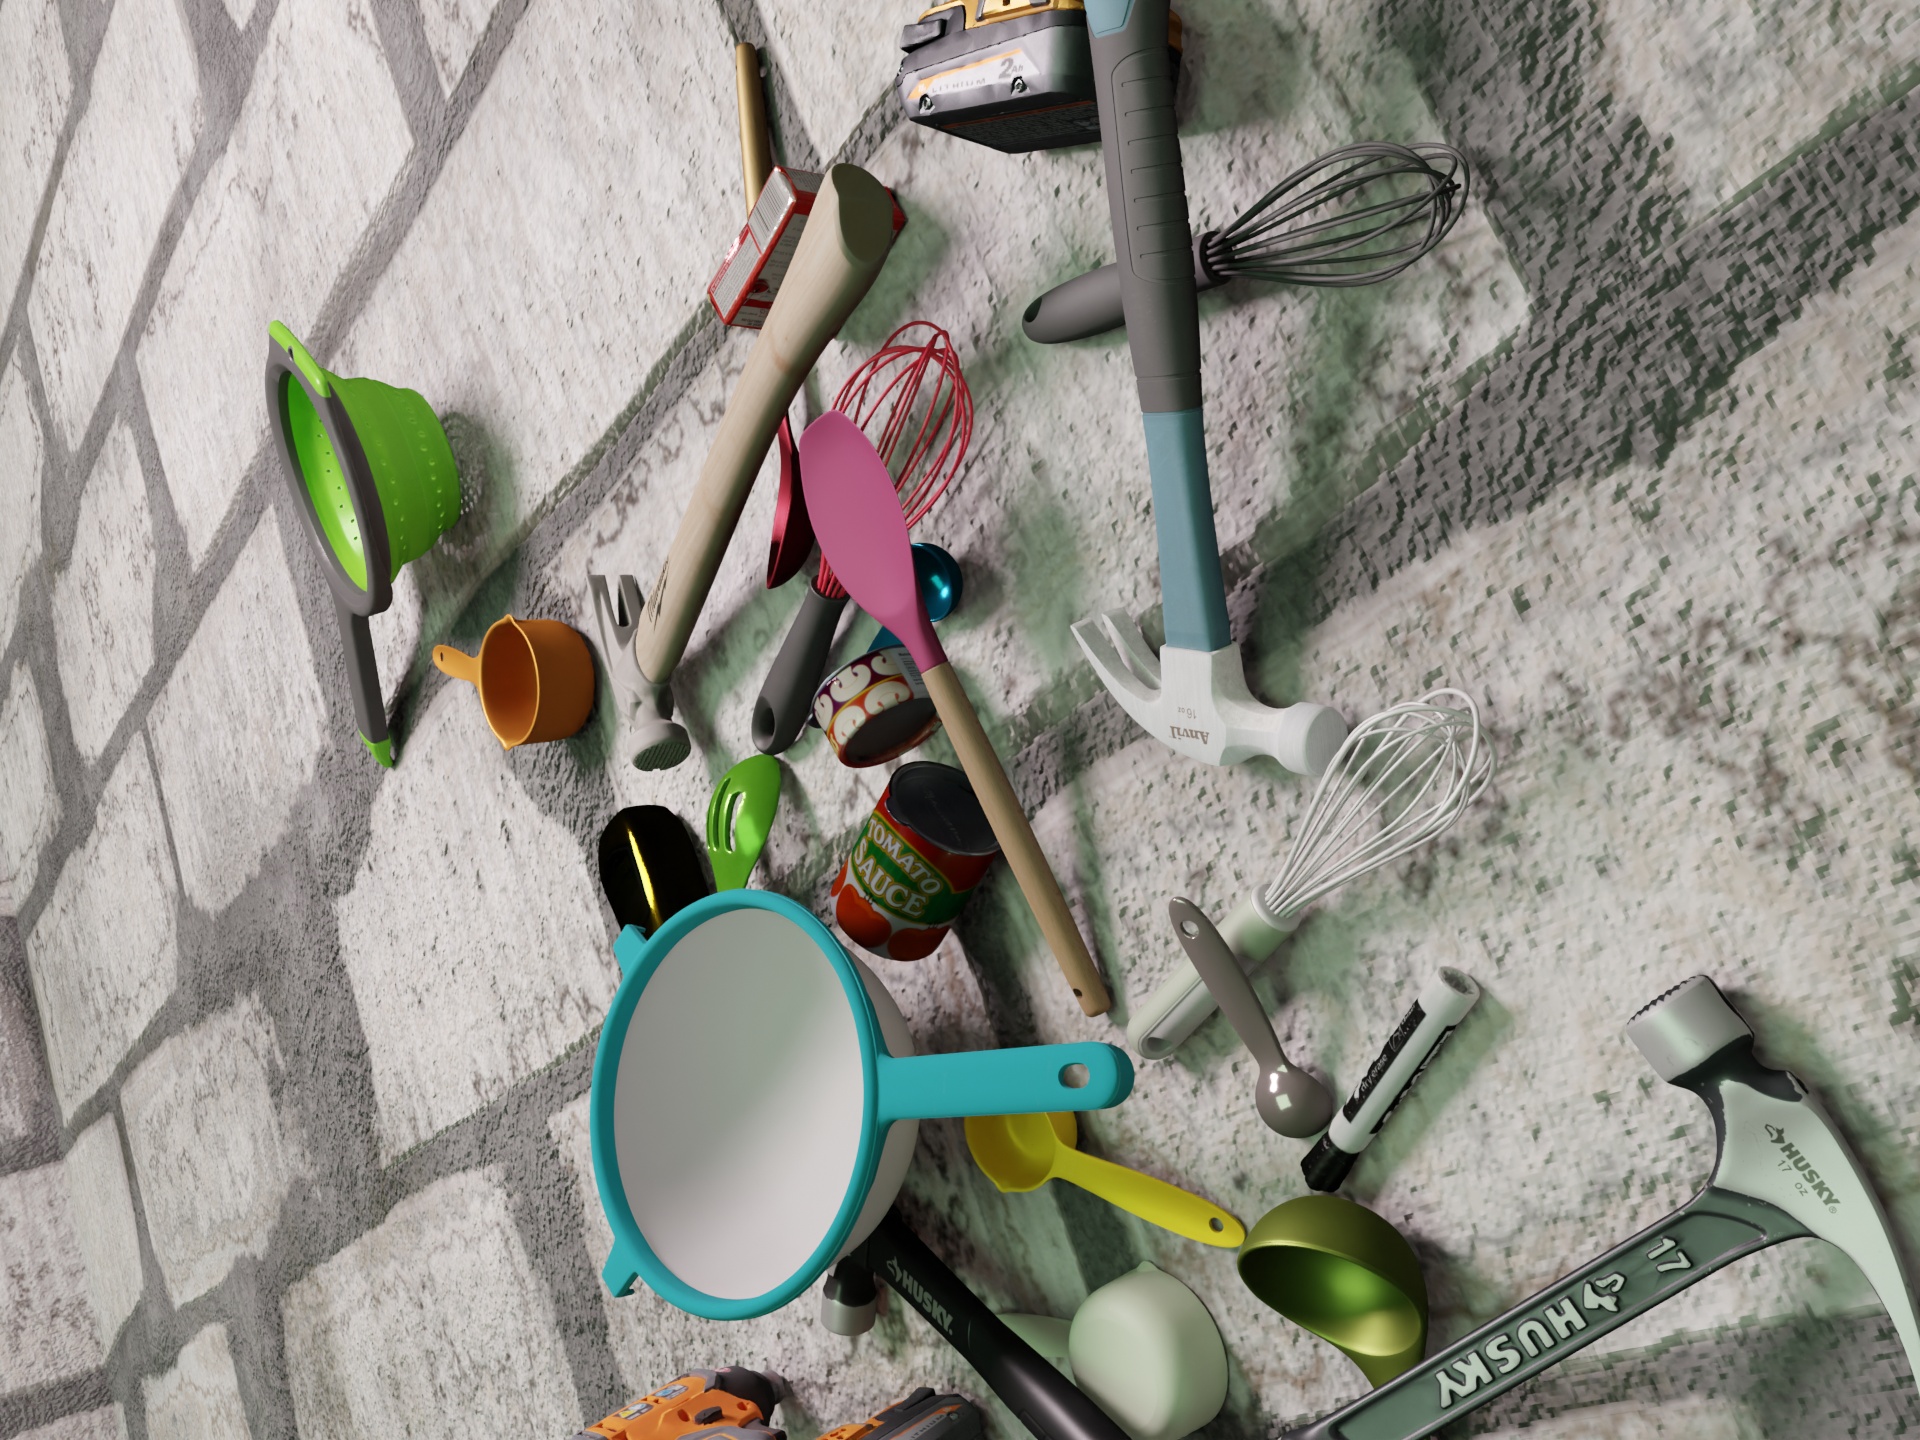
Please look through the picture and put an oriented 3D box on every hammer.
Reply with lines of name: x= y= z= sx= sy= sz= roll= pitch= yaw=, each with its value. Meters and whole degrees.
hammer: x=-0.132 y=-0.140 z=0.880 sx=0.410 sy=0.038 sz=0.146 roll=-54 pitch=49 yaw=47
hammer: x=0.086 y=-0.142 z=0.653 sx=0.128 sy=0.033 sz=0.331 roll=11 pitch=115 yaw=50
hammer: x=0.019 y=0.305 z=0.778 sx=0.335 sy=0.035 sz=0.146 roll=21 pitch=108 yaw=57
hammer: x=0.151 y=0.270 z=0.588 sx=0.409 sy=0.036 sz=0.149 roll=-42 pitch=67 yaw=20

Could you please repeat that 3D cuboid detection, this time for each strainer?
strainer: x=-0.042 y=0.186 z=0.792 sx=0.340 sy=0.095 sz=0.211 roll=-13 pitch=70 yaw=36

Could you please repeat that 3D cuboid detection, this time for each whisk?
whisk: x=0.107 y=-0.191 z=0.668 sx=0.239 sy=0.055 sz=0.055 roll=-3 pitch=92 yaw=52
whisk: x=0.137 y=0.074 z=0.664 sx=0.059 sy=0.057 sz=0.246 roll=-87 pitch=23 yaw=-46
whisk: x=-0.064 y=-0.085 z=0.856 sx=0.073 sy=0.073 sz=0.295 roll=54 pitch=135 yaw=29

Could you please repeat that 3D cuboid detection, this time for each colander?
colander: x=-0.450 y=-0.127 z=1.256 sx=0.205 sy=0.094 sz=0.396 roll=44 pitch=142 yaw=35

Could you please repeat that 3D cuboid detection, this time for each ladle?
ladle: x=0.189 y=0.346 z=0.630 sx=0.078 sy=0.062 sz=0.320 roll=-26 pitch=78 yaw=48
ladle: x=-0.108 y=-0.232 z=0.904 sx=0.069 sy=0.031 sz=0.315 roll=161 pitch=104 yaw=-74

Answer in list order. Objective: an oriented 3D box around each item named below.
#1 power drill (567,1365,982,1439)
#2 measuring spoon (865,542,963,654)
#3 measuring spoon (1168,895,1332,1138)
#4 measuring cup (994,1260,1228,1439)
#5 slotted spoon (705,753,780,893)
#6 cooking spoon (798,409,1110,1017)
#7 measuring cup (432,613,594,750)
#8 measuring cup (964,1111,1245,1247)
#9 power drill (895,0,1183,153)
power drill: x=-0.097 y=0.415 z=0.891 sx=0.226 sy=0.164 sz=0.084 roll=-7 pitch=89 yaw=35
measuring spoon: x=-0.029 y=-0.047 z=0.853 sx=0.042 sy=0.021 sz=0.128 roll=49 pitch=137 yaw=16
measuring spoon: x=0.118 y=0.129 z=0.672 sx=0.034 sy=0.018 sz=0.124 roll=-21 pitch=105 yaw=43
measuring cup: x=0.054 y=0.311 z=0.781 sx=0.167 sy=0.038 sz=0.083 roll=-16 pitch=82 yaw=45
slotted spoon: x=-0.140 y=0.174 z=0.933 sx=0.070 sy=0.031 sz=0.314 roll=-6 pitch=78 yaw=53
cooking spoon: x=-0.001 y=-0.002 z=0.771 sx=0.069 sy=0.017 sz=0.319 roll=-27 pitch=88 yaw=49
measuring cup: x=-0.321 y=-0.035 z=1.140 sx=0.174 sy=0.052 sz=0.095 roll=16 pitch=106 yaw=47
measuring cup: x=0.072 y=0.215 z=0.770 sx=0.157 sy=0.029 sz=0.062 roll=16 pitch=106 yaw=33
power drill: x=0.027 y=-0.378 z=0.707 sx=0.185 sy=0.084 sz=0.226 roll=13 pitch=99 yaw=46
